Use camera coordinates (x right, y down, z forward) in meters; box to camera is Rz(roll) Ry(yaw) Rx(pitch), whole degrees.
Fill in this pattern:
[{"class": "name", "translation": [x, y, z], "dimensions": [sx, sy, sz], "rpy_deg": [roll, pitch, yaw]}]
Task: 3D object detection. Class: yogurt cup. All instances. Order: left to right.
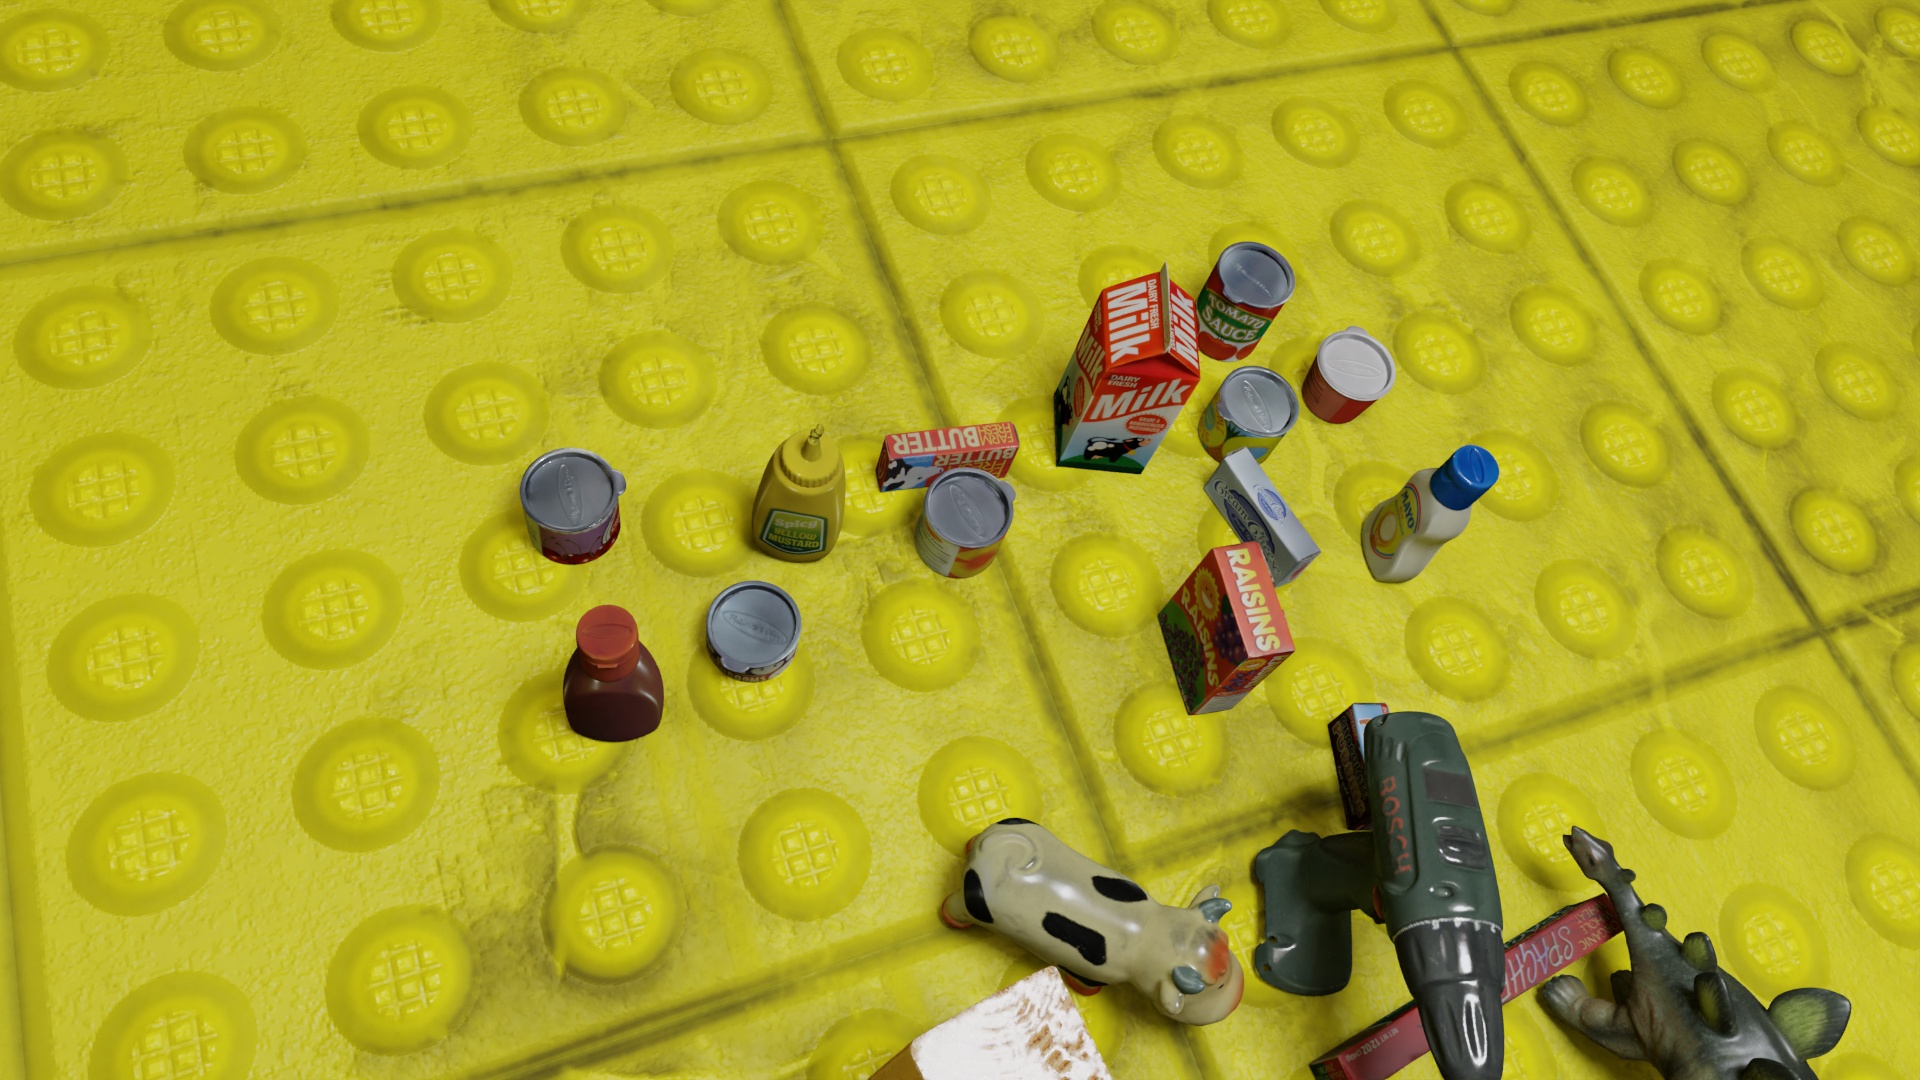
[{"class": "yogurt cup", "translation": [0.323, -0.134, 1.167], "dimensions": [0.072, 0.053, 0.072], "rpy_deg": [5, 63, -9]}]

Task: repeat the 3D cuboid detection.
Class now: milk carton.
[{"class": "milk carton", "translation": [0.128, -0.126, 1.045], "dimensions": [0.073, 0.189, 0.072], "rpy_deg": [5, 63, -9]}]

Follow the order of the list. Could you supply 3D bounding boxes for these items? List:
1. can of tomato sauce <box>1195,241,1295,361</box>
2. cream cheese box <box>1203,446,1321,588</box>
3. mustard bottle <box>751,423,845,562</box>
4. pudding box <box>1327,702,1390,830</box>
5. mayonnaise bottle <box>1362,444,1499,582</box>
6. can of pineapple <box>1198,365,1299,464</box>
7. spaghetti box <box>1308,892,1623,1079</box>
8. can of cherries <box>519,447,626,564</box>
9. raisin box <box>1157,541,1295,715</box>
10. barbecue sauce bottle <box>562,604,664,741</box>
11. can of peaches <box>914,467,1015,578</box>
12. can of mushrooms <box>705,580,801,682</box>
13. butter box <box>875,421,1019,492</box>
[{"class": "can of tomato sauce", "translation": [0.232, -0.197, 1.163], "dimensions": [0.071, 0.082, 0.071], "rpy_deg": [5, 63, -9]}, {"class": "cream cheese box", "translation": [0.235, -0.017, 1.090], "dimensions": [0.024, 0.053, 0.104], "rpy_deg": [-25, 71, -22]}, {"class": "mustard bottle", "translation": [-0.110, -0.037, 0.968], "dimensions": [0.065, 0.159, 0.049], "rpy_deg": [9, 63, -7]}, {"class": "pudding box", "translation": [0.298, 0.165, 1.013], "dimensions": [0.030, 0.049, 0.084], "rpy_deg": [1, 64, -11]}, {"class": "mayonnaise bottle", "translation": [0.358, -0.023, 1.064], "dimensions": [0.041, 0.147, 0.065], "rpy_deg": [2, 64, -11]}, {"class": "can of pineapple", "translation": [0.231, -0.099, 1.128], "dimensions": [0.071, 0.057, 0.071], "rpy_deg": [5, 63, -9]}, {"class": "spaghetti box", "translation": [0.351, 0.310, 0.951], "dimensions": [0.251, 0.050, 0.029], "rpy_deg": [-22, 70, -21]}, {"class": "can of cherries", "translation": [-0.273, -0.023, 0.985], "dimensions": [0.071, 0.058, 0.072], "rpy_deg": [5, 63, -9]}, {"class": "raisin box", "translation": [0.189, 0.065, 0.999], "dimensions": [0.040, 0.122, 0.086], "rpy_deg": [-7, 66, -15]}, {"class": "barbecue sauce bottle", "translation": [-0.223, 0.086, 0.889], "dimensions": [0.065, 0.147, 0.044], "rpy_deg": [0, 64, -11]}, {"class": "can of peaches", "translation": [0.004, -0.013, 1.037], "dimensions": [0.071, 0.057, 0.071], "rpy_deg": [5, 63, -9]}, {"class": "can of mushrooms", "translation": [-0.147, 0.066, 0.980], "dimensions": [0.071, 0.033, 0.071], "rpy_deg": [5, 63, -9]}, {"class": "butter box", "translation": [-0.010, -0.064, 1.063], "dimensions": [0.104, 0.053, 0.024], "rpy_deg": [-8, 66, -15]}]
